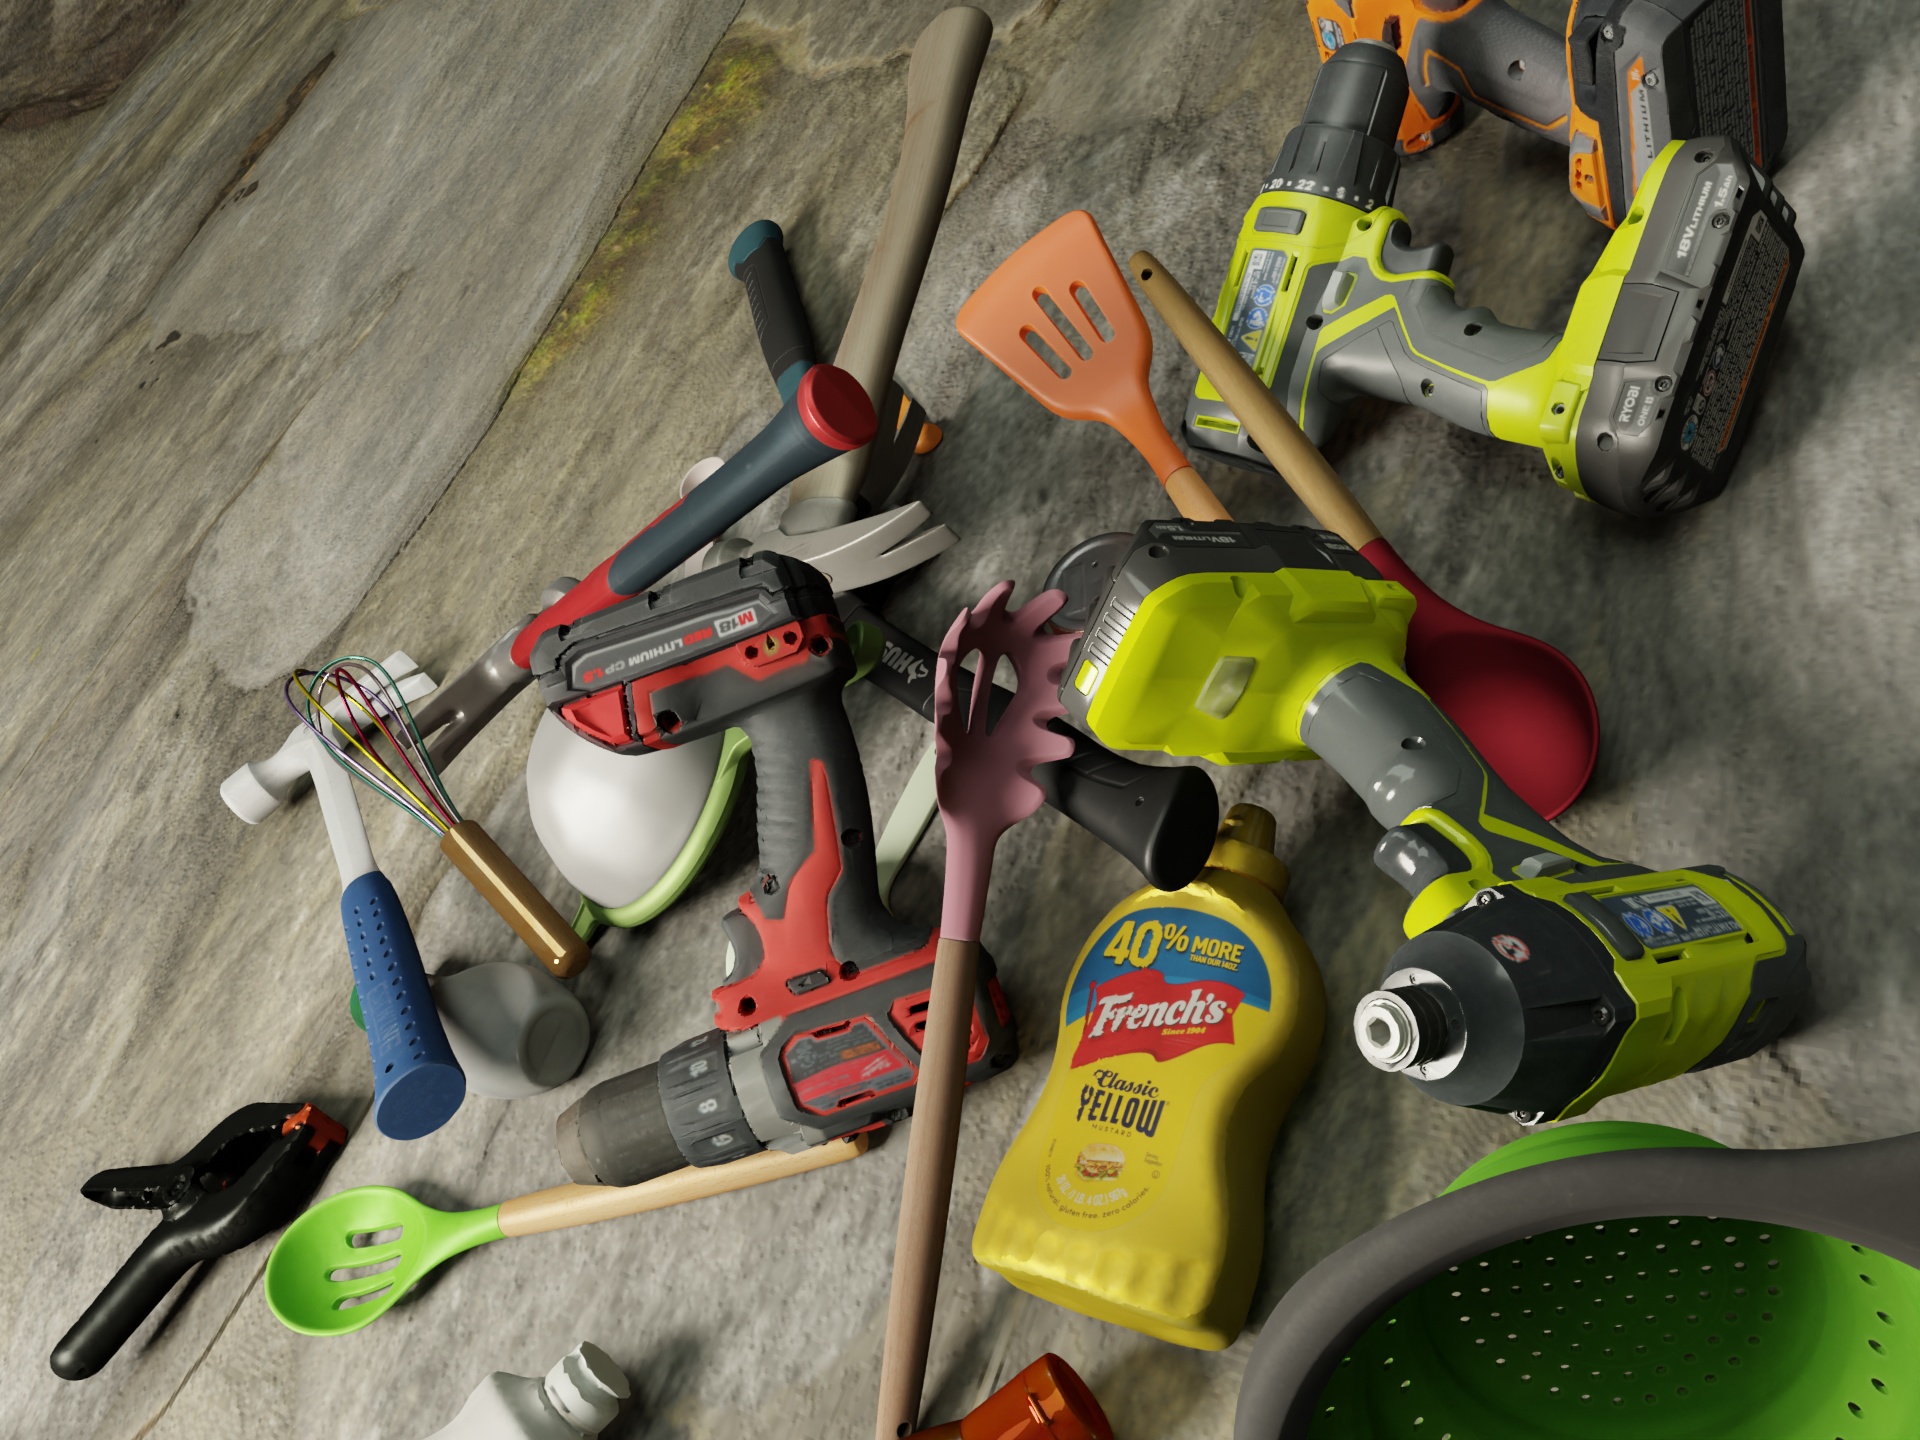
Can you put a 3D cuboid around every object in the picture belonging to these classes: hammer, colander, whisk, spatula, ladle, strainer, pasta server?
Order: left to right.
[{"bbox_3d":[-0.317,0.081,0.851,0.144,0.035,0.406,-41,36,-5],"label":"hammer"},{"bbox_3d":[-0.265,0.045,0.810,0.051,0.047,0.245,-38,63,-24],"label":"whisk"},{"bbox_3d":[-0.163,-0.068,0.768,0.386,0.038,0.143,-23,23,53],"label":"hammer"},{"bbox_3d":[-0.137,0.003,0.747,0.256,0.069,0.152,-29,49,42],"label":"strainer"},{"bbox_3d":[-0.102,-0.214,0.965,0.128,0.033,0.331,-37,42,17],"label":"hammer"},{"bbox_3d":[-0.028,-0.245,0.864,0.146,0.038,0.411,-10,55,38],"label":"hammer"},{"bbox_3d":[-0.001,0.107,0.575,0.040,0.060,0.316,172,107,-66],"label":"pasta server"},{"bbox_3d":[-0.001,-0.002,0.696,0.146,0.035,0.335,-49,34,-5],"label":"hammer"},{"bbox_3d":[0.101,-0.089,0.674,0.081,0.041,0.323,-38,58,16],"label":"spatula"},{"bbox_3d":[0.149,-0.086,0.641,0.069,0.031,0.316,-42,60,21],"label":"ladle"},{"bbox_3d":[0.118,0.223,0.435,0.397,0.204,0.094,-43,7,22],"label":"colander"}]

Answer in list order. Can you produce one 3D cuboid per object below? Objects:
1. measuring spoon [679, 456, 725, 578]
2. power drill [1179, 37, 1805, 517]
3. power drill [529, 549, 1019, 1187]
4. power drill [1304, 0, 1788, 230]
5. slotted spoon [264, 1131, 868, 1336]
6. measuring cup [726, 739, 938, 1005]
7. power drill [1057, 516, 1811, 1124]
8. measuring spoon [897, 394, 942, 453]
[{"bbox_3d":[-0.148,-0.102,0.934,0.034,0.018,0.124,-18,56,23],"label":"measuring spoon"},{"bbox_3d":[0.211,-0.185,0.659,0.229,0.080,0.190,22,97,42],"label":"power drill"},{"bbox_3d":[-0.097,0.065,0.634,0.188,0.080,0.227,-20,87,3],"label":"power drill"},{"bbox_3d":[0.243,-0.315,0.711,0.084,0.164,0.227,-43,45,-7],"label":"power drill"},{"bbox_3d":[-0.178,0.217,0.699,0.314,0.031,0.070,-19,49,21],"label":"slotted spoon"},{"bbox_3d":[-0.047,0.064,0.713,0.083,0.038,0.168,12,64,40],"label":"measuring cup"},{"bbox_3d":[0.135,0.027,0.507,0.223,0.171,0.080,51,130,39],"label":"power drill"},{"bbox_3d":[-0.042,-0.186,0.920,0.021,0.011,0.117,-40,45,2],"label":"measuring spoon"}]
